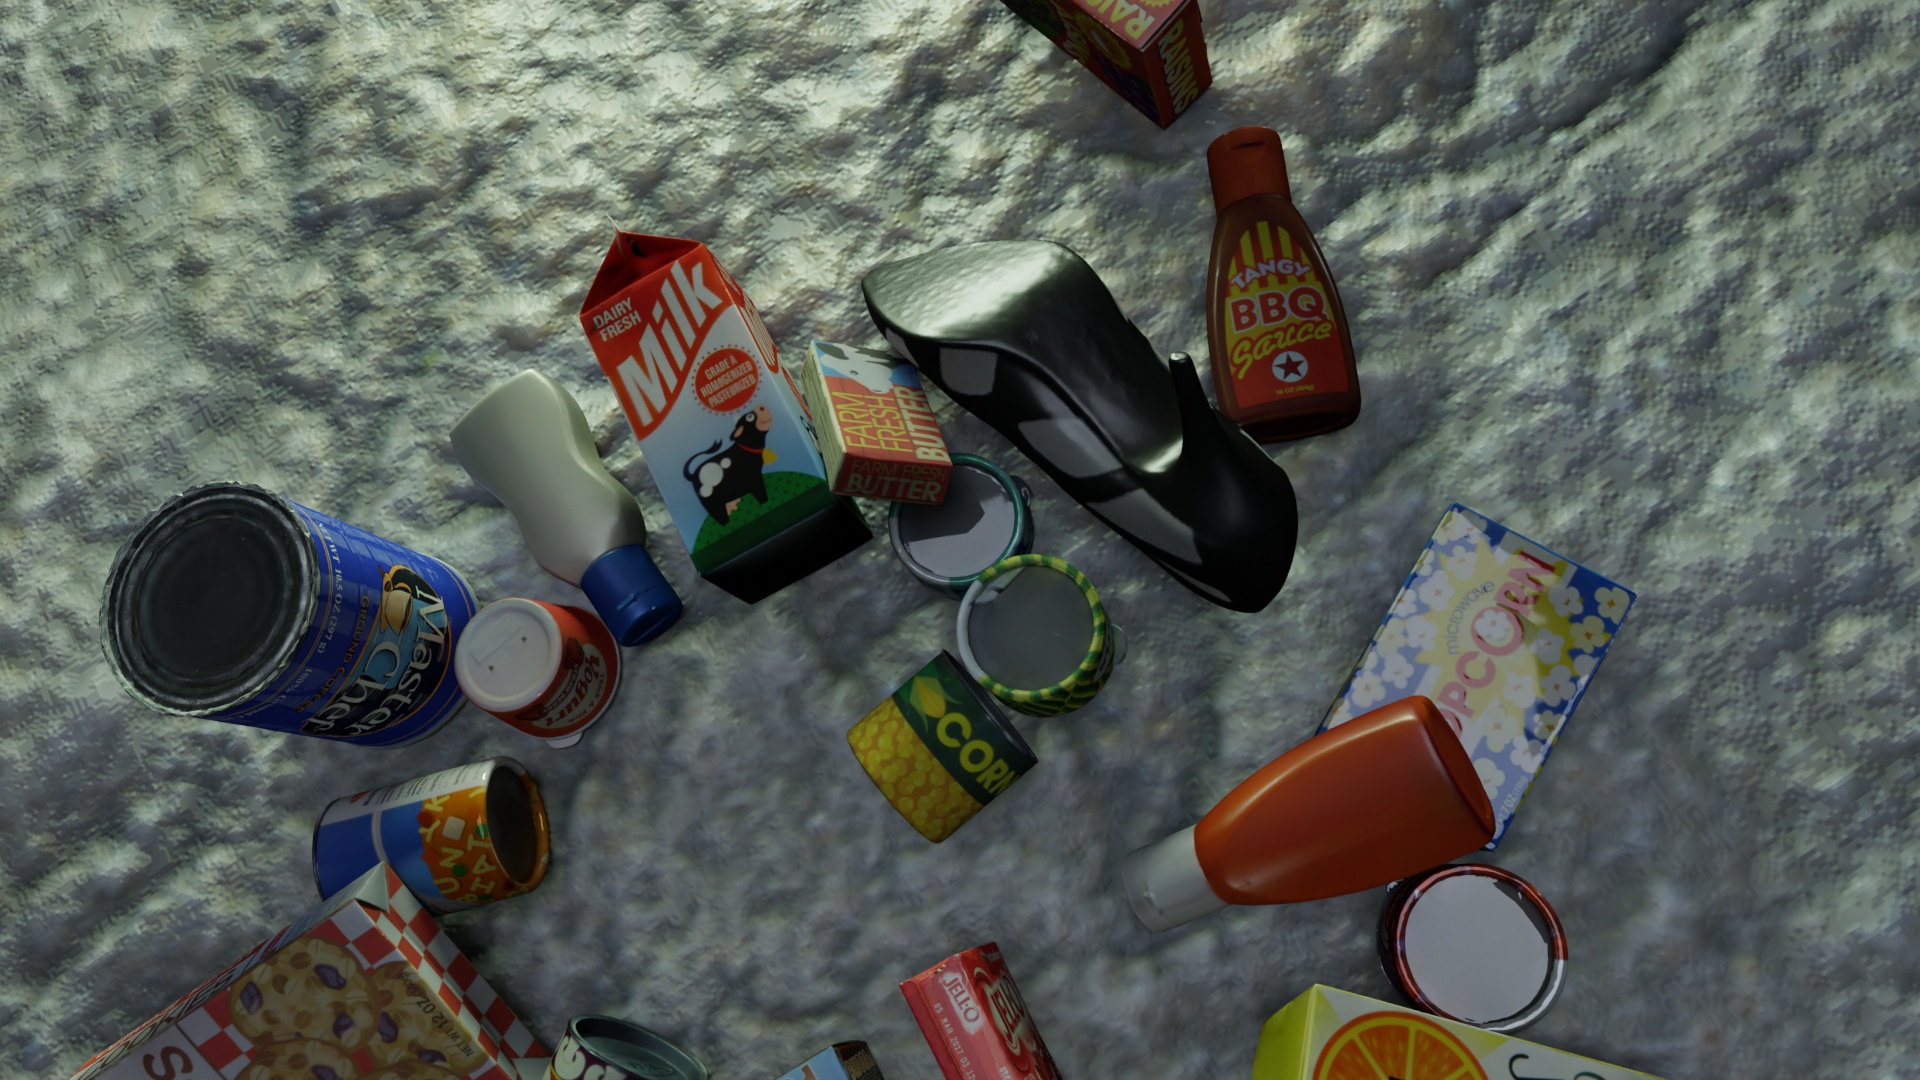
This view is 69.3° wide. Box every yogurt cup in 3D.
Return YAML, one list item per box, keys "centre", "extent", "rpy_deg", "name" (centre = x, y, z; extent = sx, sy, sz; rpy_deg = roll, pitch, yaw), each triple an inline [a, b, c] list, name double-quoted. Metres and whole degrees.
- centre: [-0.206, 0.060, 0.670]
  extent: [0.072, 0.054, 0.072]
  rpy_deg: [-3, 74, 10]
  name: "yogurt cup"

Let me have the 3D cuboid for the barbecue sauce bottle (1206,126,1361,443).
- centre: [0.146, -0.122, 0.658]
  extent: [0.065, 0.043, 0.149]
  rpy_deg: [-8, 74, 7]
  name: "barbecue sauce bottle"

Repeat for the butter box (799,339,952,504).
- centre: [-0.041, -0.056, 0.648]
  extent: [0.053, 0.024, 0.104]
  rpy_deg: [6, 34, -20]
  name: "butter box"

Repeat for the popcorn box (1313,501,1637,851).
- centre: [0.219, 0.058, 0.600]
  extent: [0.085, 0.038, 0.127]
  rpy_deg: [30, 83, 16]
  name: "popcorn box"

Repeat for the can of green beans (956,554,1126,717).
- centre: [0.035, 0.044, 0.628]
  extent: [0.071, 0.057, 0.071]
  rpy_deg: [-3, 75, 10]
  name: "can of green beans"

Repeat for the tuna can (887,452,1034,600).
- centre: [0.002, -0.008, 0.660]
  extent: [0.071, 0.032, 0.071]
  rpy_deg: [-3, 76, 10]
  name: "tuna can"

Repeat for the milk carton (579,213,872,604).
- centre: [-0.122, -0.072, 0.680]
  extent: [0.073, 0.072, 0.191]
  rpy_deg: [-29, 72, 3]
  name: "milk carton"

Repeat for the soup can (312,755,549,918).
- centre: [-0.244, 0.145, 0.650]
  extent: [0.084, 0.071, 0.071]
  rpy_deg: [-15, 74, 6]
  name: "soup can"

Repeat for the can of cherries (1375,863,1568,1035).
- centre: [0.204, 0.163, 0.565]
  extent: [0.071, 0.058, 0.071]
  rpy_deg: [-2, 76, 10]
  name: "can of cherries"

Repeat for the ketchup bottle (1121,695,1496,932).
- centre: [0.137, 0.120, 0.572]
  extent: [0.148, 0.044, 0.064]
  rpy_deg: [-30, 91, 25]
  name: "ketchup bottle"

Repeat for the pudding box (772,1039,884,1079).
- centre: [-0.077, 0.250, 0.599]
  extent: [0.084, 0.049, 0.030]
  rpy_deg: [-31, 71, 1]
  name: "pudding box"

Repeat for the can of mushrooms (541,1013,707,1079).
- centre: [-0.146, 0.238, 0.605]
  extent: [0.071, 0.071, 0.033]
  rpy_deg: [23, 82, 15]
  name: "can of mushrooms"

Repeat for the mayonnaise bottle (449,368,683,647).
- centre: [-0.193, -0.014, 0.695]
  extent: [0.065, 0.041, 0.148]
  rpy_deg: [-38, 73, 0]
  name: "mayonnaise bottle"

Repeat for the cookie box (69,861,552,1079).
- centre: [-0.289, 0.240, 0.613]
  extent: [0.167, 0.040, 0.122]
  rpy_deg: [-34, 103, 3]
  name: "cookie box"

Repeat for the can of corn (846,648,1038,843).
- centre: [-0.008, 0.093, 0.617]
  extent: [0.058, 0.071, 0.071]
  rpy_deg: [-40, 72, 0]
  name: "can of corn"

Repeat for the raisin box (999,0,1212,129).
- centre: [0.065, -0.269, 0.689]
  extent: [0.040, 0.086, 0.123]
  rpy_deg: [-47, 72, 3]
  name: "raisin box"

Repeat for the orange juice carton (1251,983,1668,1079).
- centre: [0.210, 0.233, 0.520]
  extent: [0.193, 0.071, 0.073]
  rpy_deg: [15, 60, 3]
  name: "orange juice carton"
